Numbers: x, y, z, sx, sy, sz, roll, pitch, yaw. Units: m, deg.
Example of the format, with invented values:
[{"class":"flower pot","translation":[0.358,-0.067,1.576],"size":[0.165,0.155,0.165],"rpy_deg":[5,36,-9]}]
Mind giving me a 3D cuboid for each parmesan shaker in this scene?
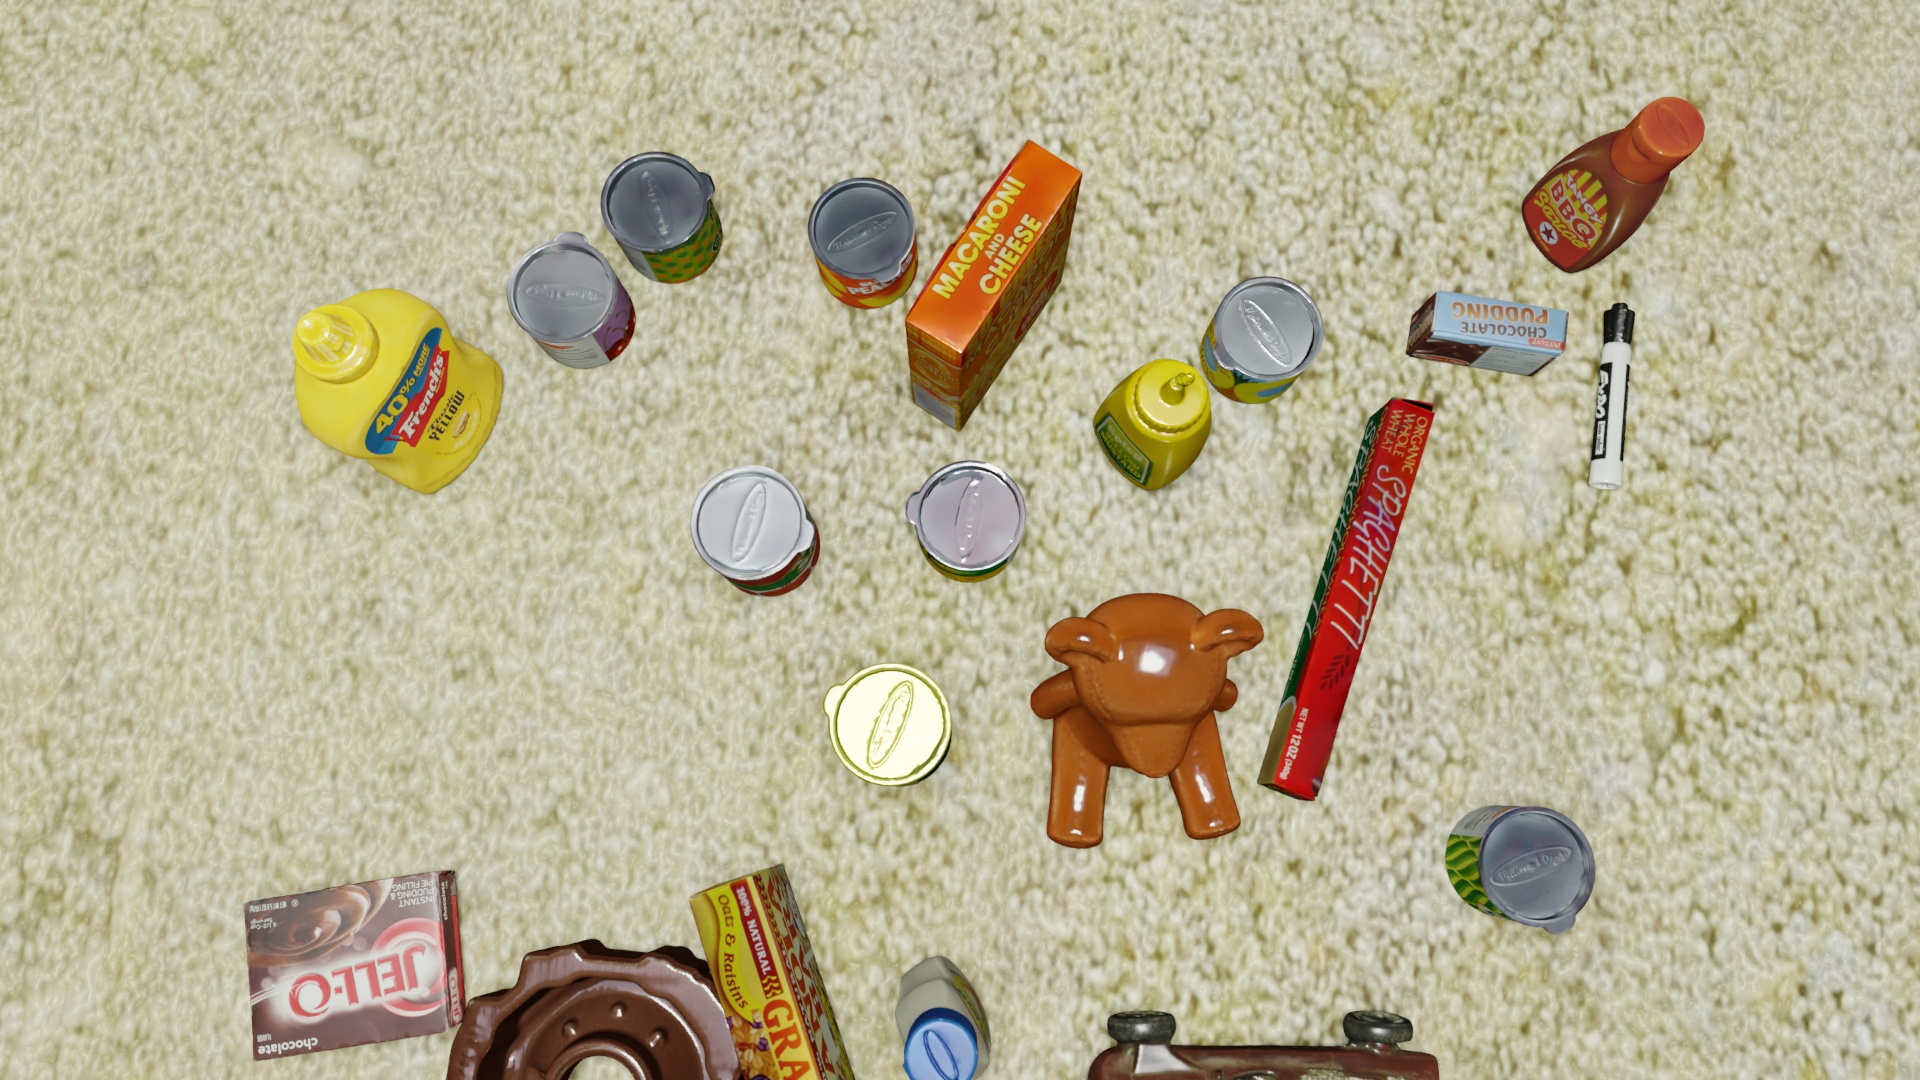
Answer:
[{"class":"parmesan shaker","translation":[-0.040,0.106,0.796],"size":[0.071,0.103,0.071],"rpy_deg":[0,80,0]}]

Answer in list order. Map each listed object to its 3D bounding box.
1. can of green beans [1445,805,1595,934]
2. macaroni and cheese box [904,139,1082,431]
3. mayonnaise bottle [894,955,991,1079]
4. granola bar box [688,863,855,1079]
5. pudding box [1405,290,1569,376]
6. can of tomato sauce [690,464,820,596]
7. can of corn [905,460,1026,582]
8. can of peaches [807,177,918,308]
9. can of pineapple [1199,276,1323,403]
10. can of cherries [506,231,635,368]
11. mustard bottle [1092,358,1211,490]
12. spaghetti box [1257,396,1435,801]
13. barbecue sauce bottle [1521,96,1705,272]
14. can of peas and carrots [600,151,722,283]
[{"class":"can of green beans","translation":[0.322,0.187,0.805],"size":[0.071,0.057,0.071],"rpy_deg":[0,80,0]},{"class":"macaroni and cheese box","translation":[0.017,-0.142,0.811],"size":[0.040,0.166,0.124],"rpy_deg":[32,81,5]},{"class":"mayonnaise bottle","translation":[-0.009,0.263,0.744],"size":[0.041,0.148,0.065],"rpy_deg":[-30,81,-5]},{"class":"granola bar box","translation":[-0.094,0.263,0.756],"size":[0.039,0.124,0.165],"rpy_deg":[-20,80,-3]},{"class":"pudding box","translation":[0.328,-0.129,0.868],"size":[0.084,0.049,0.030],"rpy_deg":[9,80,2]},{"class":"can of tomato sauce","translation":[-0.118,-0.004,0.827],"size":[0.071,0.083,0.071],"rpy_deg":[0,80,0]},{"class":"can of corn","translation":[0.003,-0.011,0.841],"size":[0.071,0.058,0.071],"rpy_deg":[0,80,0]},{"class":"can of peaches","translation":[-0.059,-0.184,0.873],"size":[0.071,0.058,0.071],"rpy_deg":[0,80,0]},{"class":"can of pineapple","translation":[0.184,-0.123,0.863],"size":[0.071,0.057,0.071],"rpy_deg":[0,80,0]},{"class":"can of cherries","translation":[-0.240,-0.149,0.866],"size":[0.071,0.058,0.071],"rpy_deg":[0,80,0]},{"class":"mustard bottle","translation":[0.113,-0.072,0.801],"size":[0.049,0.160,0.065],"rpy_deg":[-40,82,-6]},{"class":"spaghetti box","translation":[0.233,0.033,0.837],"size":[0.029,0.050,0.250],"rpy_deg":[19,80,3]},{"class":"barbecue sauce bottle","translation":[0.392,-0.215,0.834],"size":[0.044,0.148,0.065],"rpy_deg":[-30,81,-5]},{"class":"can of peas and carrots","translation":[-0.185,-0.203,0.876],"size":[0.071,0.058,0.071],"rpy_deg":[0,80,0]}]
